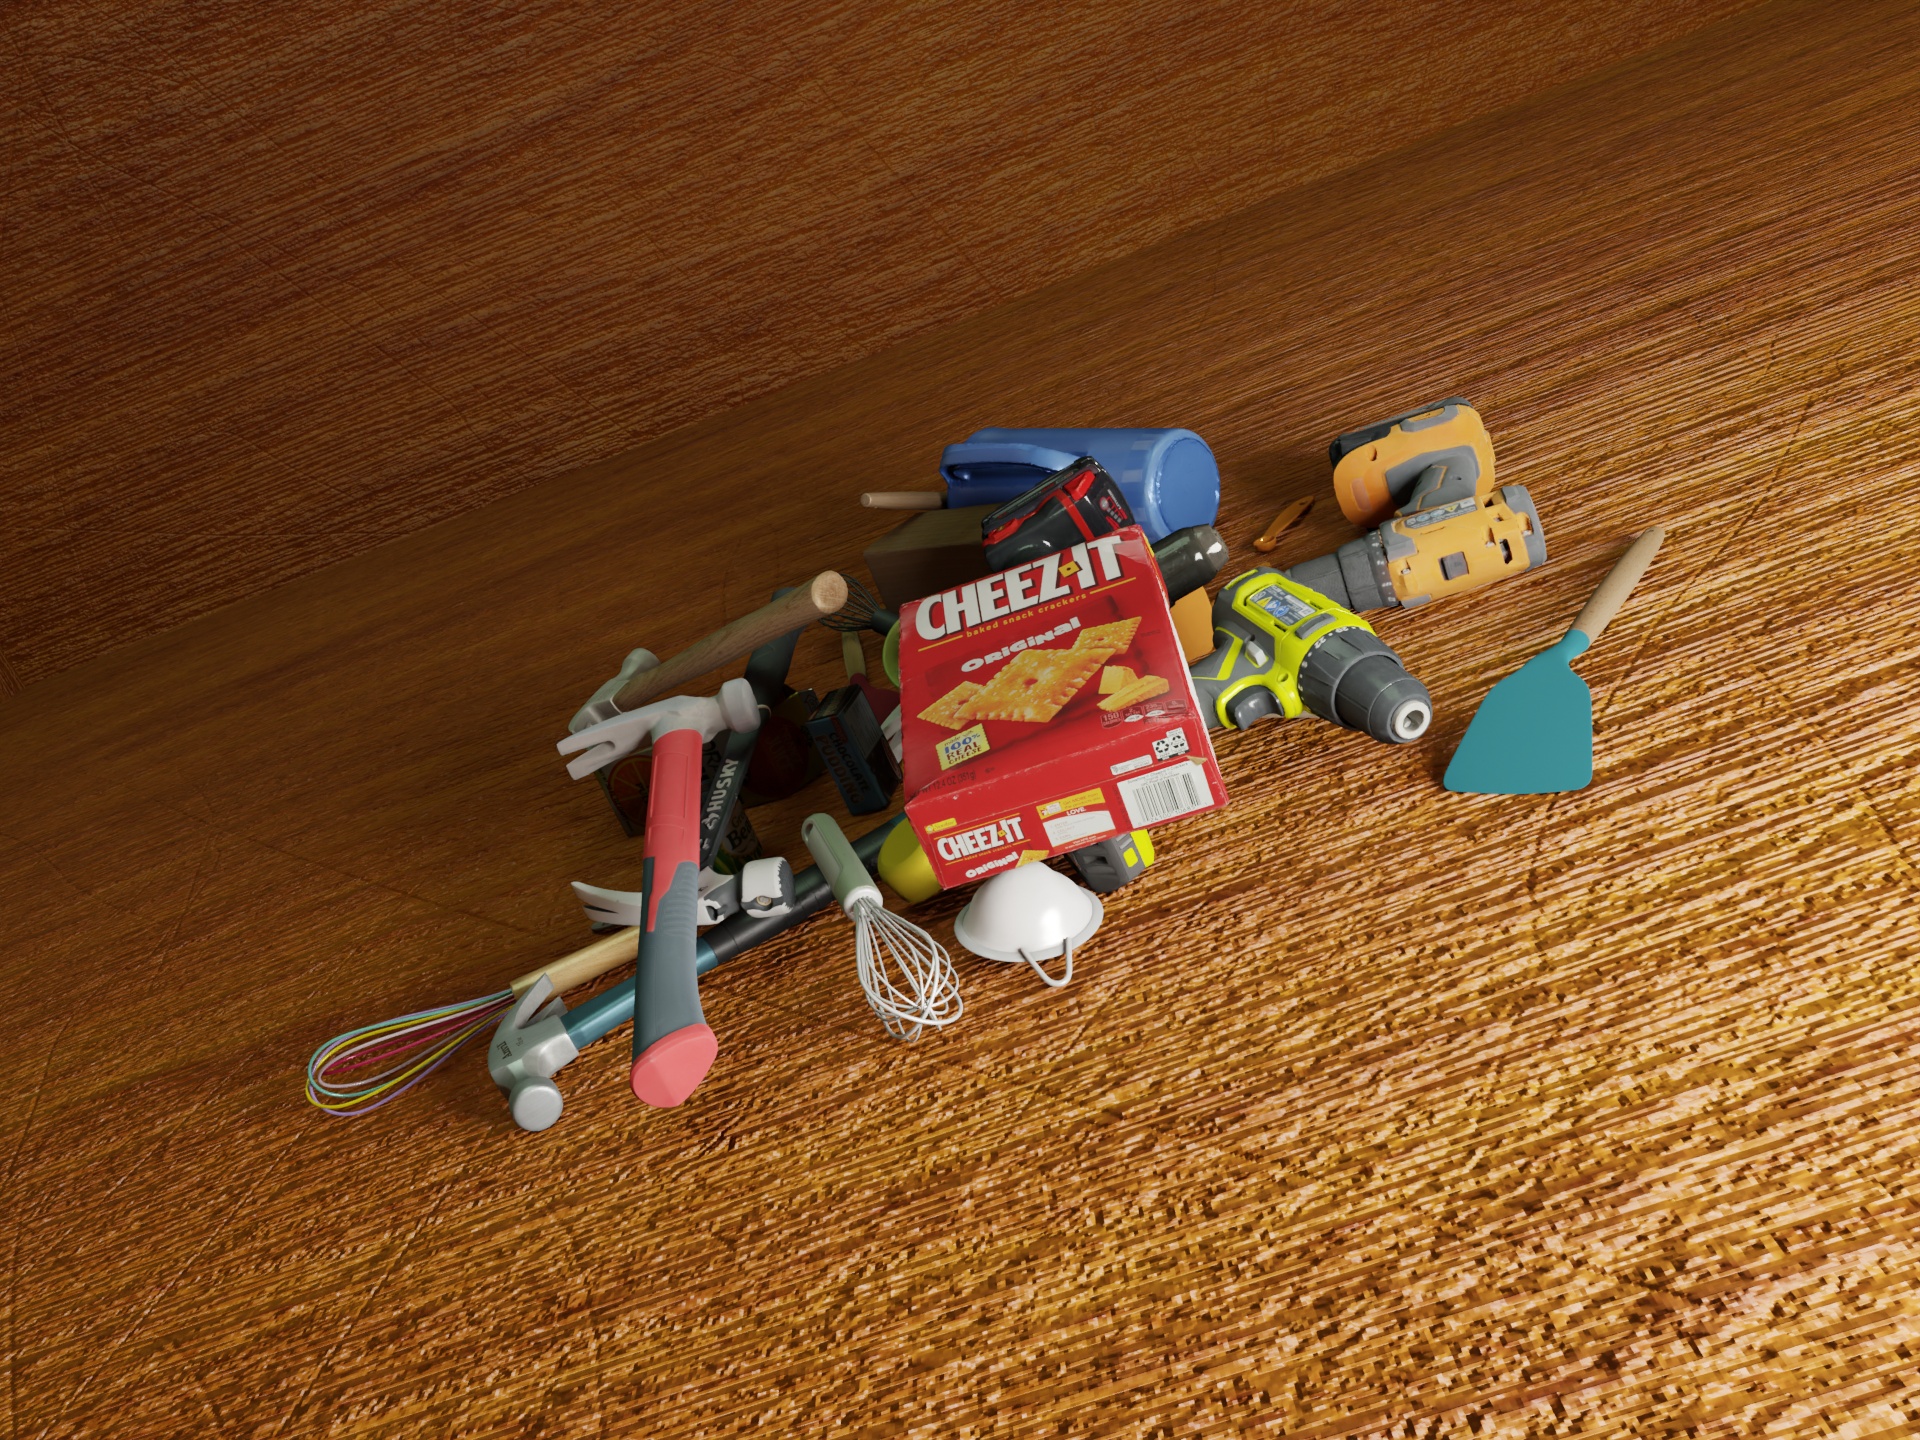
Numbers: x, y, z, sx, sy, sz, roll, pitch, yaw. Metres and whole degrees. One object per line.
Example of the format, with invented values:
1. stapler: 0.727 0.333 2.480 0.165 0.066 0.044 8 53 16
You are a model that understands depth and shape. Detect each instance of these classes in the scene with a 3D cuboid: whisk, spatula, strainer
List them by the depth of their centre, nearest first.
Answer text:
1. whisk: -0.056 0.113 0.945 0.059 0.057 0.247 12 17 -24
2. spatula: 0.385 -0.049 0.973 0.082 0.044 0.317 -3 24 41
3. strainer: 0.024 0.088 0.977 0.087 0.050 0.259 -12 17 -9
4. whisk: -0.319 0.191 1.063 0.245 0.051 0.047 -24 16 -13
5. whisk: -0.070 -0.087 1.443 0.055 0.055 0.239 -32 35 -24
6. spatula: 0.007 -0.216 1.570 0.060 0.018 0.316 -5 3 37

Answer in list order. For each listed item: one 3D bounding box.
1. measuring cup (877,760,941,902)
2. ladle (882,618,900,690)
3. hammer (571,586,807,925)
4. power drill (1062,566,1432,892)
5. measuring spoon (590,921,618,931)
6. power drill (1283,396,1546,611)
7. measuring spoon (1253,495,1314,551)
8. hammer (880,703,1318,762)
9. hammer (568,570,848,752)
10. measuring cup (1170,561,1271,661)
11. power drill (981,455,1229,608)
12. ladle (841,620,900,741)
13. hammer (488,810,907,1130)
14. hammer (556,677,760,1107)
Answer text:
1. measuring cup: -0.032 0.054 1.029 0.062 0.029 0.157 -38 32 18
2. ladle: -0.002 -0.003 1.093 0.078 0.062 0.320 -31 24 4
3. hammer: -0.162 0.012 1.161 0.149 0.036 0.409 -10 32 12
4. power drill: 0.152 0.004 0.958 0.228 0.080 0.191 -31 30 -5
5. measuring spoon: -0.214 0.138 1.128 0.124 0.018 0.034 -18 21 30
6. power drill: 0.327 -0.152 1.197 0.185 0.084 0.226 -17 27 17
7. measuring spoon: 0.281 -0.169 1.370 0.021 0.011 0.117 -7 23 37
8. hammer: 0.119 -0.012 1.122 0.411 0.038 0.146 1 33 44
9. hammer: -0.199 -0.047 1.220 0.331 0.031 0.130 -21 26 45
10. measuring cup: 0.180 -0.100 1.241 0.173 0.052 0.095 -37 26 -27
11. power drill: 0.101 -0.119 1.197 0.188 0.080 0.227 -30 25 14
12. ladle: -0.090 -0.042 1.408 0.069 0.031 0.316 -21 20 0
13. hammer: -0.149 0.142 1.025 0.331 0.033 0.128 -30 24 -18
14. hammer: -0.191 0.095 0.971 0.143 0.038 0.387 -18 30 2
